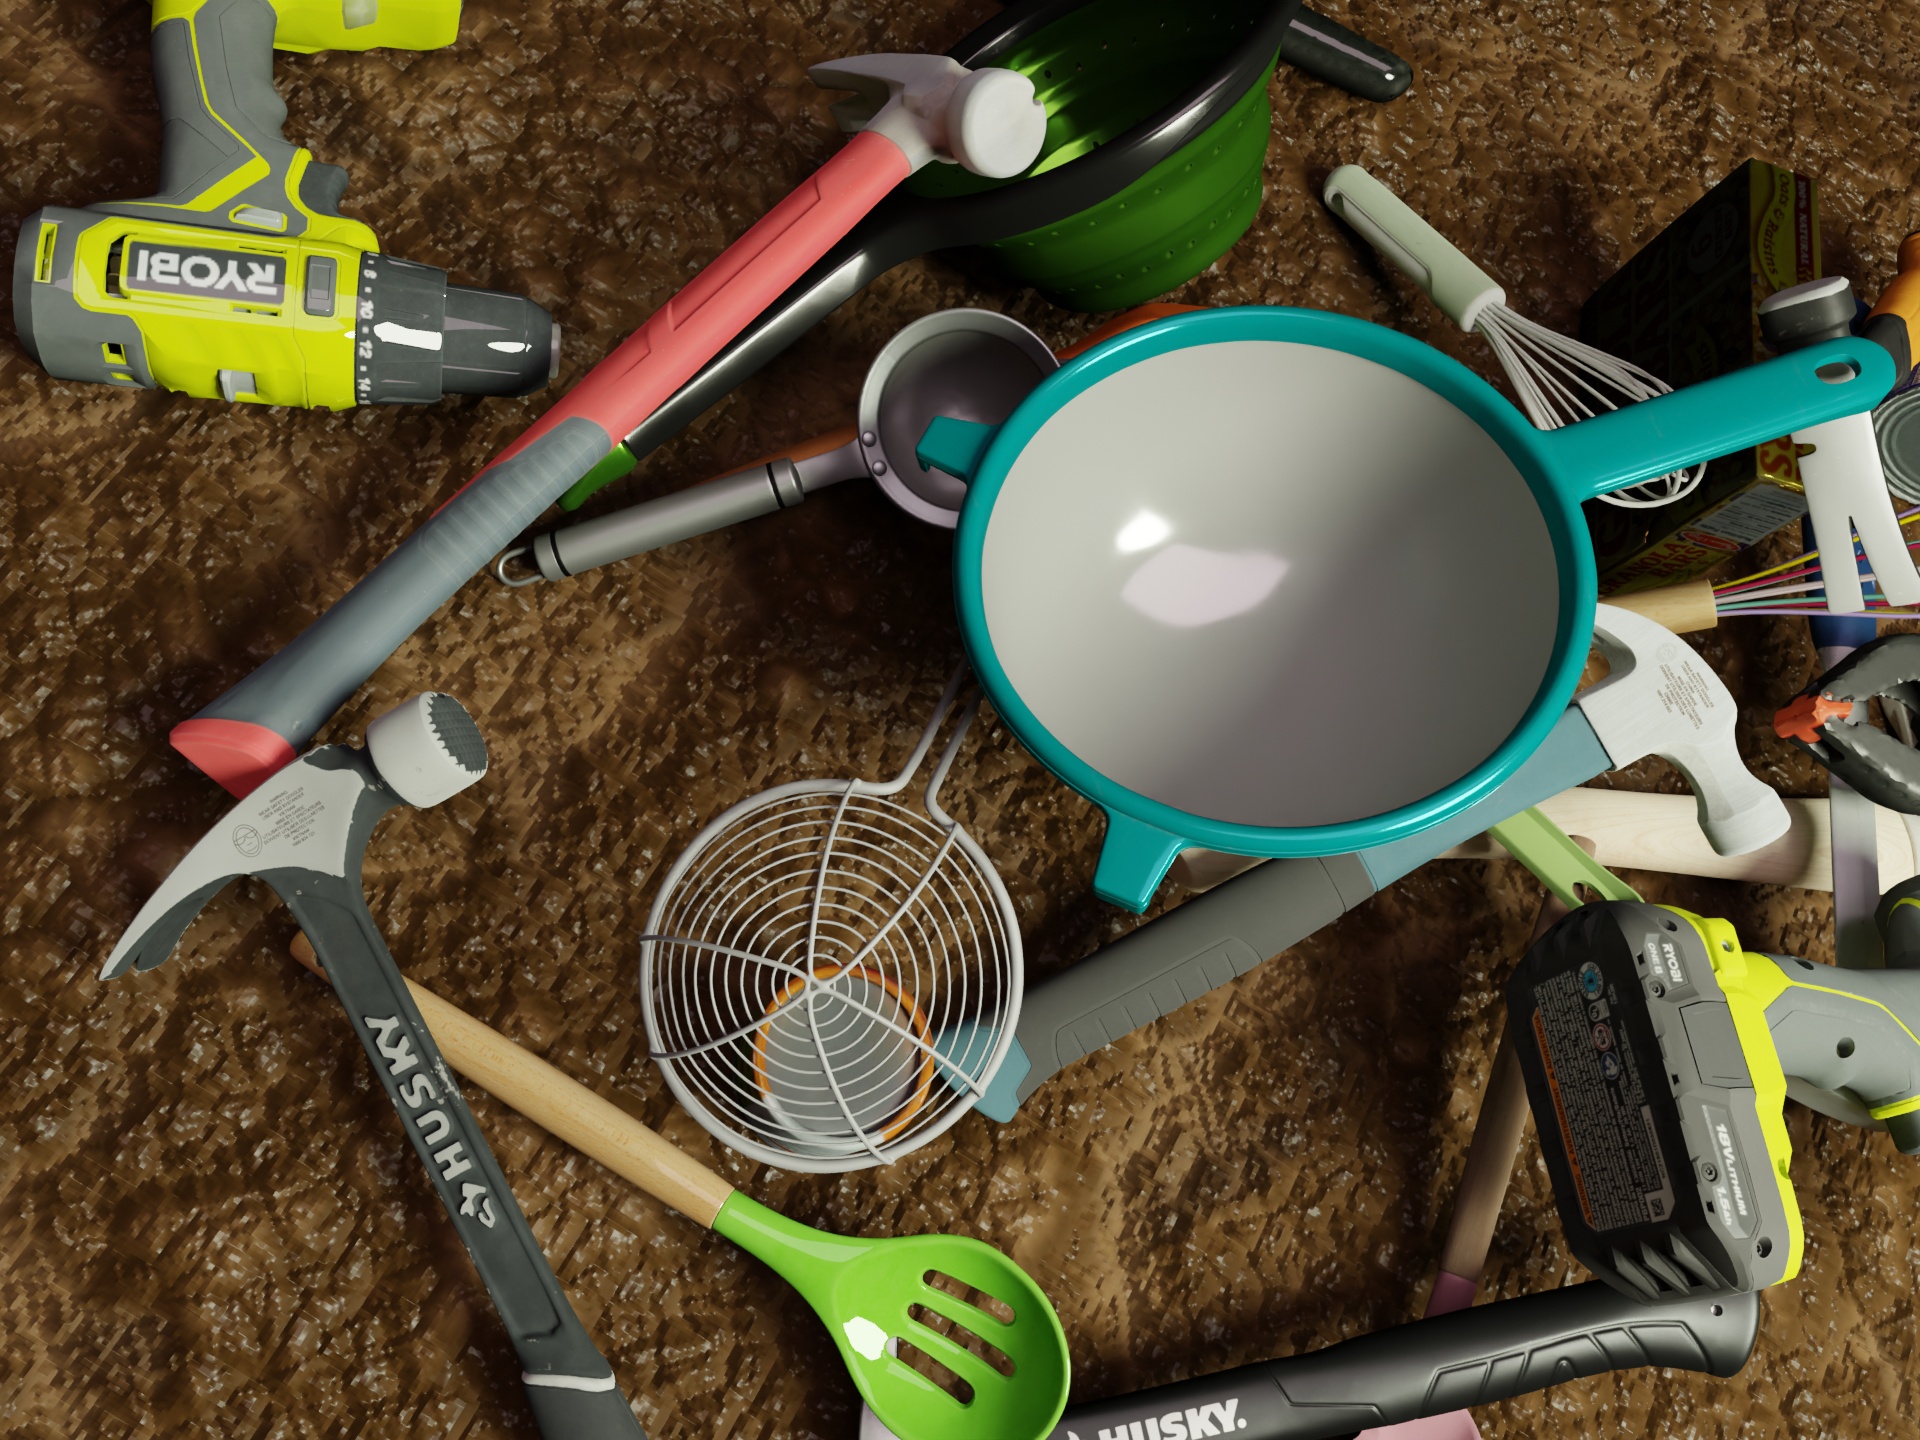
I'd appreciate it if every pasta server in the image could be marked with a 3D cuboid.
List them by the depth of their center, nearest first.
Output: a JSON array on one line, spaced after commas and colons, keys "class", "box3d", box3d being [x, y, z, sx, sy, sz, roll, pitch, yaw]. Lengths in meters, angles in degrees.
[{"class": "pasta server", "box3d": [0.203, 0.190, 0.618, 0.060, 0.040, 0.316, 20, 75, 5]}]

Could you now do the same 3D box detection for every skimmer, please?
[{"class": "skimmer", "box3d": [-0.001, -0.002, 0.613, 0.127, 0.090, 0.363, 23, 46, 4]}]

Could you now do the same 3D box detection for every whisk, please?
[{"class": "whisk", "box3d": [0.350, -0.051, 0.688, 0.245, 0.047, 0.051, -10, 44, 21]}, {"class": "whisk", "box3d": [0.245, -0.183, 0.733, 0.059, 0.057, 0.247, -31, 59, -5]}]

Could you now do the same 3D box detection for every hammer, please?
[{"class": "hammer", "box3d": [-0.144, 0.202, 0.528, 0.149, 0.036, 0.409, -28, 86, 8]}, {"class": "hammer", "box3d": [0.126, 0.235, 0.570, 0.334, 0.035, 0.146, -11, 72, -6]}, {"class": "hammer", "box3d": [0.140, 0.061, 0.606, 0.331, 0.033, 0.128, -28, 87, 0]}, {"class": "hammer", "box3d": [-0.142, -0.123, 0.607, 0.386, 0.143, 0.038, -45, 130, -11]}, {"class": "hammer", "box3d": [0.276, 0.038, 0.706, 0.410, 0.038, 0.146, 3, 70, -13]}, {"class": "hammer", "box3d": [0.416, -0.161, 0.706, 0.337, 0.034, 0.127, -35, 108, -47]}, {"class": "hammer", "box3d": [0.396, -0.022, 0.719, 0.144, 0.035, 0.406, 15, 67, -8]}]

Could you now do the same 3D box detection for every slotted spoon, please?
[{"class": "slotted spoon", "box3d": [-0.103, 0.154, 0.552, 0.314, 0.031, 0.070, 29, 87, 8]}]

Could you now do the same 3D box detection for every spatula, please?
[{"class": "spatula", "box3d": [0.014, -0.131, 0.682, 0.322, 0.081, 0.041, -22, 121, -9]}]

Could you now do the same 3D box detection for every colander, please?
[{"class": "colander", "box3d": [0.003, -0.194, 0.682, 0.397, 0.205, 0.094, -39, 128, -6]}]

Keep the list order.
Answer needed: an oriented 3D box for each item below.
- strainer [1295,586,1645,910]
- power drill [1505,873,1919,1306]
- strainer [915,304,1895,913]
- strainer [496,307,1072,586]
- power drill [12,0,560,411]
[{"class": "strainer", "box3d": [0.188, -0.017, 0.652, 0.151, 0.069, 0.256, -32, 67, -26]}, {"class": "power drill", "box3d": [0.326, 0.139, 0.576, 0.223, 0.080, 0.171, 1, 65, -17]}, {"class": "strainer", "box3d": [0.165, -0.057, 0.572, 0.340, 0.095, 0.211, -18, 64, -6]}, {"class": "strainer", "box3d": [-0.062, -0.098, 0.631, 0.258, 0.050, 0.087, -17, 102, 2]}, {"class": "power drill", "box3d": [-0.258, -0.232, 0.639, 0.190, 0.080, 0.229, 2, 74, -18]}]
